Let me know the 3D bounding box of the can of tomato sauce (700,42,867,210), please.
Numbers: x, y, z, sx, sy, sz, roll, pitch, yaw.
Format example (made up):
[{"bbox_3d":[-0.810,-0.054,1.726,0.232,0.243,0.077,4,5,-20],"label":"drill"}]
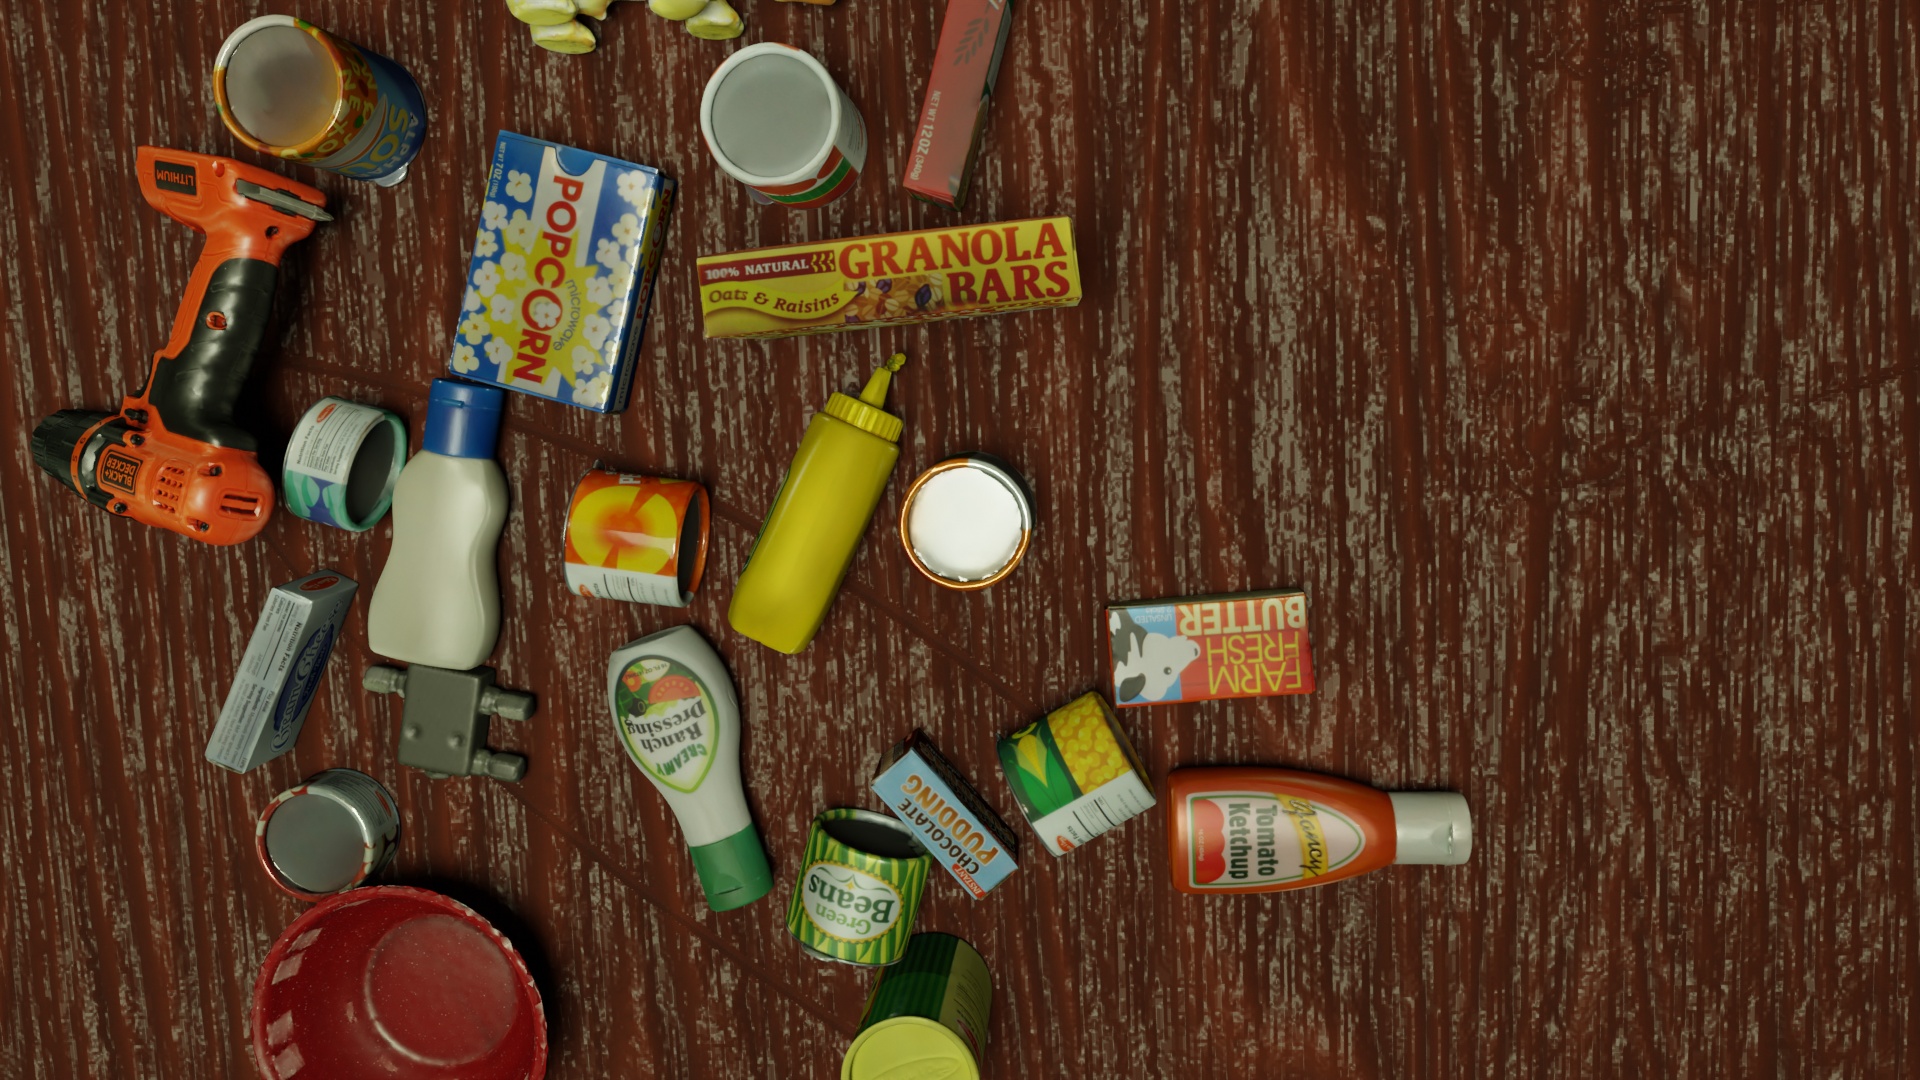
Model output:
[{"bbox_3d":[-0.085,-0.198,0.672,0.071,0.083,0.071,0,96,4],"label":"can of tomato sauce"}]

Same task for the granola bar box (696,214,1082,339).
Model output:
[{"bbox_3d":[-0.028,-0.122,0.656,0.165,0.124,0.039,-5,98,5],"label":"granola bar box"}]

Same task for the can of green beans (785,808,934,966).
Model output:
[{"bbox_3d":[-0.052,0.178,0.720,0.071,0.071,0.057,16,98,3],"label":"can of green beans"}]

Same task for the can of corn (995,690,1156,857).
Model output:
[{"bbox_3d":[0.058,0.116,0.707,0.058,0.071,0.071,-30,94,7],"label":"can of corn"}]

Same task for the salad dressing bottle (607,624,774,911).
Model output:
[{"bbox_3d":[-0.138,0.120,0.732,0.064,0.044,0.147,-18,95,8],"label":"salad dressing bottle"}]

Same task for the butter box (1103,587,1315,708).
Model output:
[{"bbox_3d":[0.128,0.055,0.714,0.103,0.024,0.053,-5,95,5],"label":"butter box"}]

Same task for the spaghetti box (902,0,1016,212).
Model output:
[{"bbox_3d":[0.018,-0.286,0.671,0.029,0.050,0.249,15,97,1],"label":"spaghetti box"}]

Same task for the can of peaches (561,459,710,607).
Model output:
[{"bbox_3d":[-0.163,-0.003,0.709,0.058,0.071,0.071,7,97,4],"label":"can of peaches"}]

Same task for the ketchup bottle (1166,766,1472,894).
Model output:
[{"bbox_3d":[0.181,0.147,0.711,0.149,0.043,0.064,-2,96,4],"label":"ketchup bottle"}]

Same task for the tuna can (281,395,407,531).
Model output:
[{"bbox_3d":[-0.317,-0.038,0.719,0.033,0.071,0.071,15,98,2],"label":"tuna can"}]

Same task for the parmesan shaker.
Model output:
[{"bbox_3d":[-0.019,0.253,0.708,0.071,0.103,0.071,1,96,5],"label":"parmesan shaker"}]

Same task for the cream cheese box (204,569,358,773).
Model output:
[{"bbox_3d":[-0.360,0.069,0.738,0.024,0.053,0.103,25,98,-1],"label":"cream cheese box"}]

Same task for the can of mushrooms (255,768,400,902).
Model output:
[{"bbox_3d":[-0.346,0.163,0.758,0.071,0.033,0.071,0,97,4],"label":"can of mushrooms"}]

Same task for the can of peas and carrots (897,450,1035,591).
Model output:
[{"bbox_3d":[0.002,-0.009,0.699,0.071,0.059,0.071,1,96,5],"label":"can of peas and carrots"}]

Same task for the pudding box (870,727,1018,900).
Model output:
[{"bbox_3d":[-0.007,0.141,0.721,0.030,0.050,0.083,-42,92,6],"label":"pudding box"}]

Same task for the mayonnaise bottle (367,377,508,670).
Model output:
[{"bbox_3d":[-0.268,-0.010,0.730,0.065,0.041,0.148,11,96,2],"label":"mayonnaise bottle"}]

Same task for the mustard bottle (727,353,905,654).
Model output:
[{"bbox_3d":[-0.067,-0.023,0.703,0.049,0.065,0.160,24,92,-4],"label":"mustard bottle"}]

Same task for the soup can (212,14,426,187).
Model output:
[{"bbox_3d":[-0.313,-0.215,0.688,0.071,0.084,0.071,0,97,4],"label":"soup can"}]

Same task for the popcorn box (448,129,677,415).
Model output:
[{"bbox_3d":[-0.203,-0.135,0.711,0.085,0.038,0.126,15,98,4],"label":"popcorn box"}]
